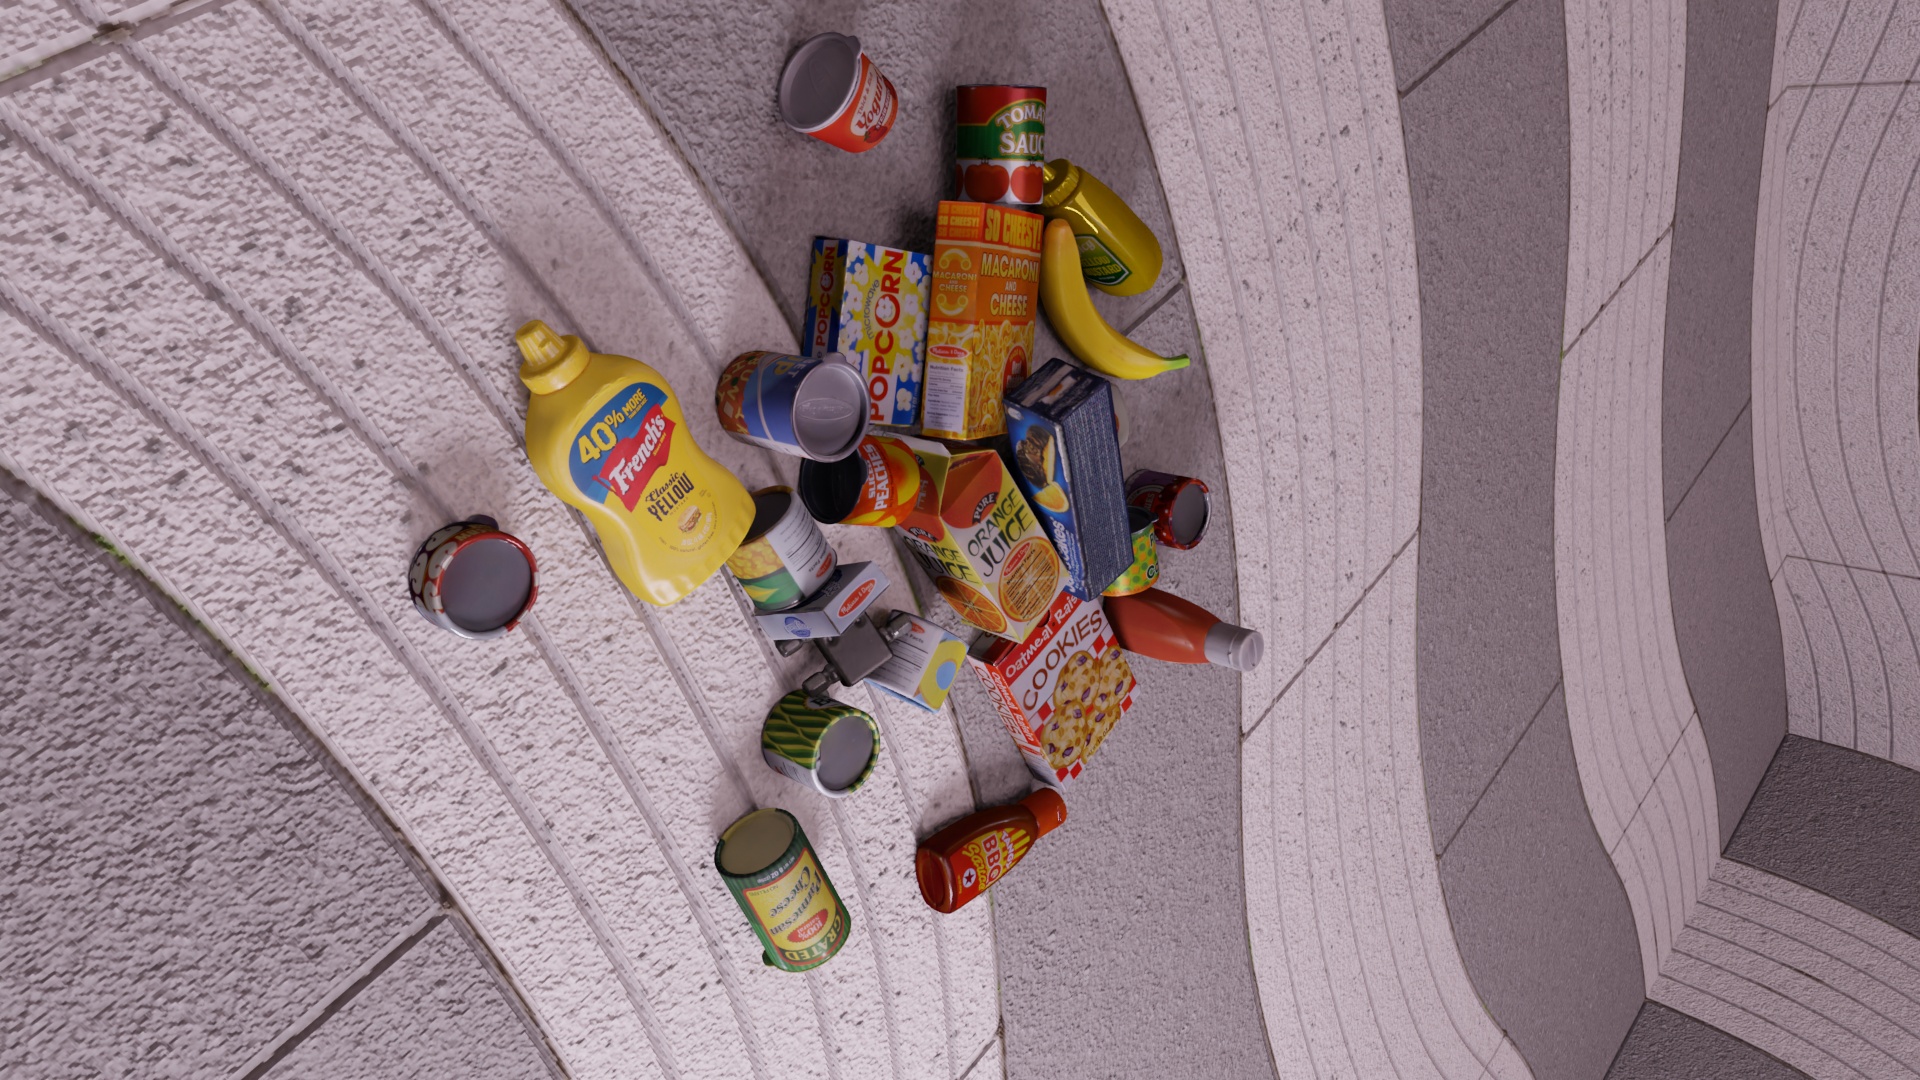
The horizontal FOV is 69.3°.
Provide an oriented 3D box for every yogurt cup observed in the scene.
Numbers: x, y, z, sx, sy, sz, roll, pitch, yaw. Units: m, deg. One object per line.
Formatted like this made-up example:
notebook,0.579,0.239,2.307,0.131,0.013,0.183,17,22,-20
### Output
yogurt cup,-0.078,-0.291,0.914,0.054,0.072,0.072,19,87,-54

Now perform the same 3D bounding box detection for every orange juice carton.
orange juice carton,0.004,-0.013,1.061,0.073,0.072,0.192,-52,132,-22

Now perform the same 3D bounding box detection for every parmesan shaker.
parmesan shaker,-0.130,0.253,0.999,0.071,0.071,0.102,-43,127,-30

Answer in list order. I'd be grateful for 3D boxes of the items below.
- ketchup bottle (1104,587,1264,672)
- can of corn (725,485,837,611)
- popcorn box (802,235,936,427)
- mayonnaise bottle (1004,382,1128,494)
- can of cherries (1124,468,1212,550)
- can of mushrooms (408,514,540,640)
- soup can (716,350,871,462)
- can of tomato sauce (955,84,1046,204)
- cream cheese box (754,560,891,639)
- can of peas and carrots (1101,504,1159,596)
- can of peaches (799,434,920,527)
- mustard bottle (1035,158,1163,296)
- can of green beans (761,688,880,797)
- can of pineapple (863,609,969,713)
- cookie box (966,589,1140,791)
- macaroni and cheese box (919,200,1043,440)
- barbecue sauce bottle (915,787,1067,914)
ketchup bottle,0.196,0.081,1.225,0.044,0.149,0.064,-30,121,-35
can of corn,-0.128,0.005,0.938,0.071,0.071,0.058,-47,126,-27
popcorn box,-0.066,-0.145,0.980,0.085,0.038,0.126,0,100,-45
mayonnaise bottle,0.079,-0.073,1.145,0.149,0.041,0.064,-38,128,-32
can of cherries,0.183,-0.027,1.250,0.072,0.058,0.071,-14,110,-43
can of mushrooms,-0.281,0.021,0.808,0.071,0.033,0.071,-14,110,-42
soup can,-0.110,-0.092,0.916,0.071,0.084,0.071,-14,110,-43
can of tomato sauce,0.031,-0.290,1.019,0.071,0.071,0.083,-13,110,-43
cream cheese box,-0.095,0.042,0.952,0.053,0.103,0.024,-45,110,-29
can of peas and carrots,0.140,0.008,1.207,0.071,0.071,0.058,-31,122,-37
can of peaches,-0.069,-0.043,0.981,0.058,0.071,0.071,4,98,-47
mustard bottle,0.098,-0.257,1.105,0.160,0.065,0.049,38,64,-38
can of green beans,-0.100,0.146,1.006,0.071,0.058,0.071,-14,110,-43
can of pineapple,-0.034,0.093,1.055,0.071,0.071,0.058,37,74,-44
cookie box,0.085,0.116,1.199,0.123,0.040,0.166,-48,130,-26
macaroni and cheese box,0.017,-0.163,1.032,0.124,0.040,0.166,-18,114,-65
barbecue sauce bottle,0.029,0.255,1.176,0.149,0.043,0.064,-22,115,-41
